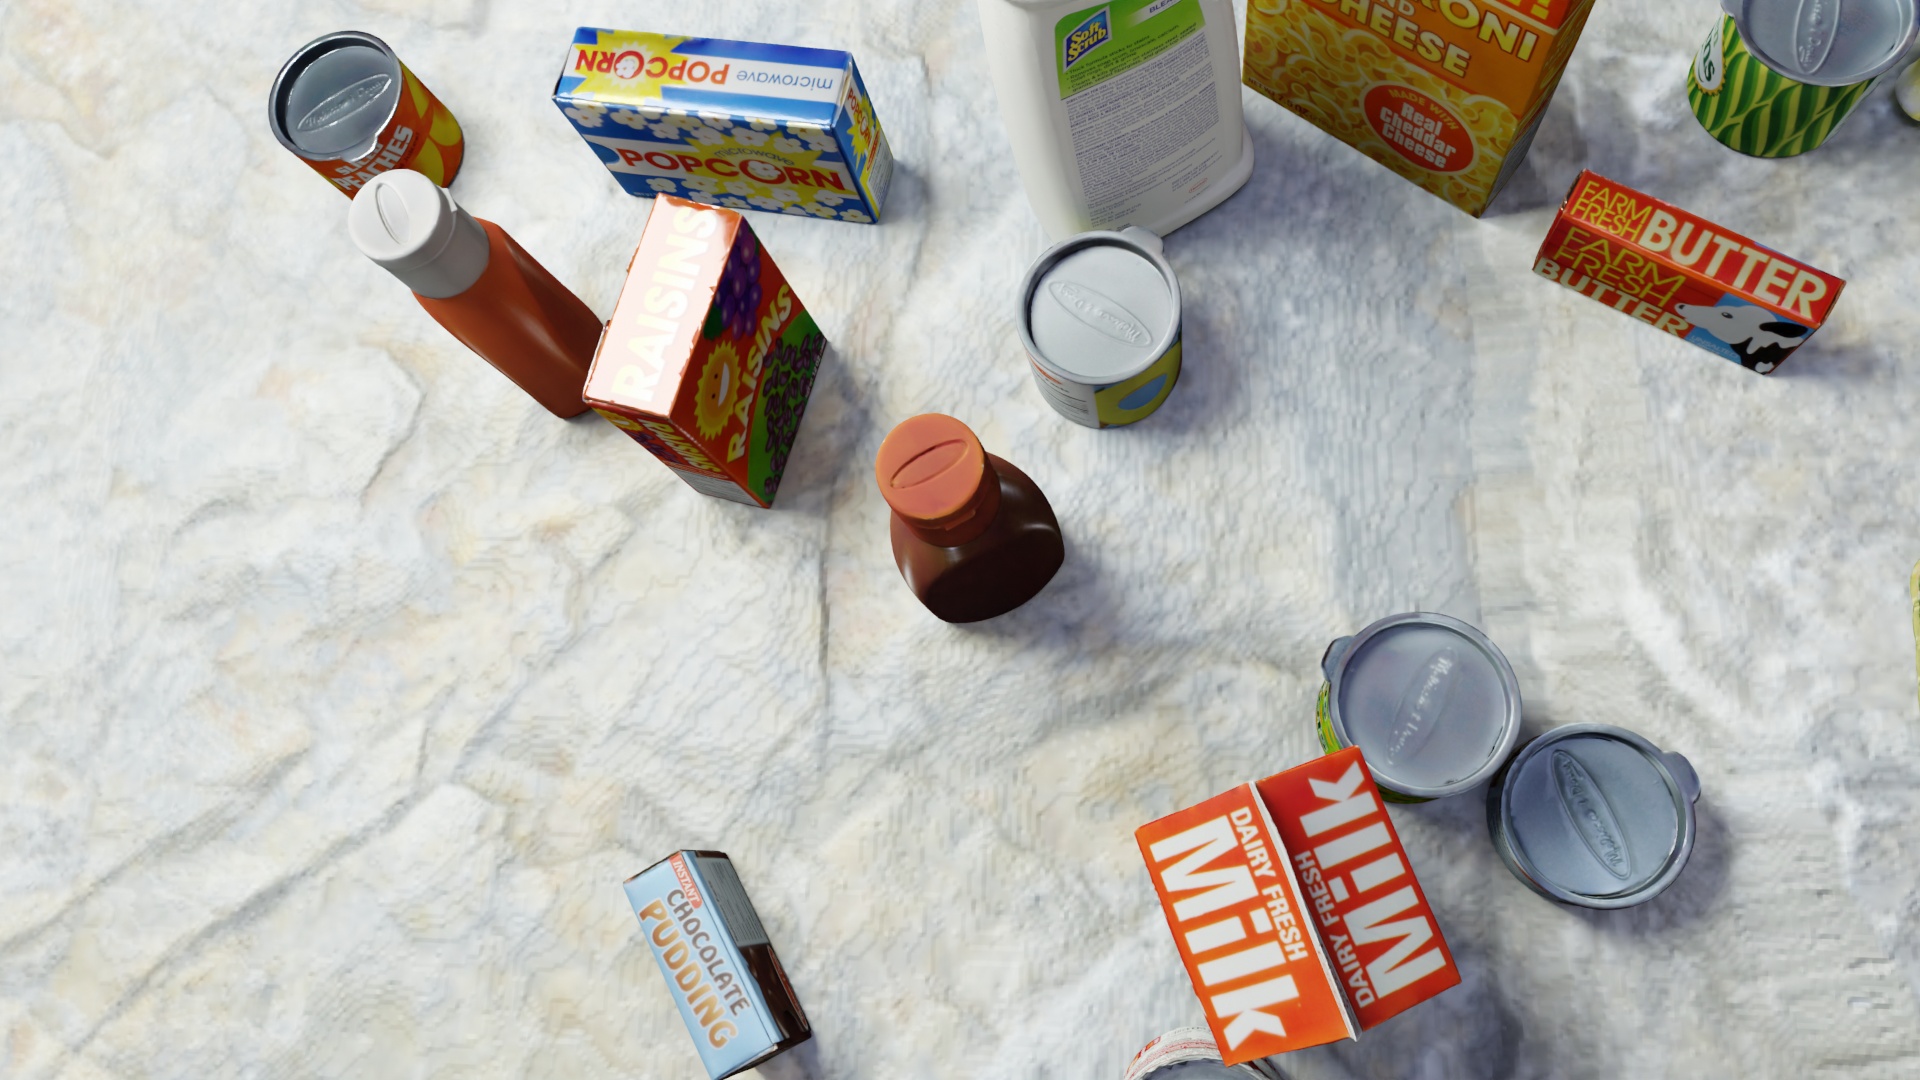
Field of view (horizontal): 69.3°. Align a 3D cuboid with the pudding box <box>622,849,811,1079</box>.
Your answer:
[{"bbox_3d":[-0.094,0.163,0.539,0.030,0.049,0.084,-31,73,1],"label":"pudding box"}]

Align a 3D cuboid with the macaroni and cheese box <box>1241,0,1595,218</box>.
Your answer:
[{"bbox_3d":[0.171,-0.205,0.531,0.124,0.166,0.040,36,84,16],"label":"macaroni and cheese box"}]

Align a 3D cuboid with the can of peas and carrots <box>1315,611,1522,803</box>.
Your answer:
[{"bbox_3d":[0.166,0.063,0.519,0.071,0.058,0.071,-2,76,9],"label":"can of peas and carrots"}]

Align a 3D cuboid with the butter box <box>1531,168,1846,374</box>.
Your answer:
[{"bbox_3d":[0.282,-0.105,0.546,0.103,0.053,0.024,30,83,15],"label":"butter box"}]

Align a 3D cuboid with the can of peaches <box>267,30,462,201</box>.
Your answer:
[{"bbox_3d":[-0.278,-0.193,0.656,0.071,0.058,0.071,-2,76,9],"label":"can of peaches"}]

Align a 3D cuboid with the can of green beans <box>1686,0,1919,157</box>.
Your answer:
[{"bbox_3d":[0.336,-0.197,0.559,0.071,0.057,0.071,-2,76,9],"label":"can of green beans"}]

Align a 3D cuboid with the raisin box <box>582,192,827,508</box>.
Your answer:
[{"bbox_3d":[-0.099,-0.072,0.562,0.040,0.123,0.086,15,79,13],"label":"raisin box"}]

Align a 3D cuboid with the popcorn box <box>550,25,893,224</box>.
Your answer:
[{"bbox_3d":[-0.100,-0.181,0.610,0.127,0.085,0.038,9,78,11],"label":"popcorn box"}]

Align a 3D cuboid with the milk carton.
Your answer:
[{"bbox_3d":[0.103,0.115,0.446,0.073,0.190,0.072,-22,74,3],"label":"milk carton"}]

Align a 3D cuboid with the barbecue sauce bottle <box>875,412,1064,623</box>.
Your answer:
[{"bbox_3d":[0.002,-0.006,0.516,0.065,0.148,0.044,-28,74,2],"label":"barbecue sauce bottle"}]

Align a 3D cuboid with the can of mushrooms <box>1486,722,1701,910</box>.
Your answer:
[{"bbox_3d":[0.233,0.101,0.511,0.071,0.033,0.071,-2,76,9],"label":"can of mushrooms"}]

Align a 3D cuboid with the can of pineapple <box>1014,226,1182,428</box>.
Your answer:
[{"bbox_3d":[0.060,-0.087,0.574,0.071,0.057,0.071,-2,76,9],"label":"can of pineapple"}]

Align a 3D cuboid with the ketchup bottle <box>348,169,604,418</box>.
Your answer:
[{"bbox_3d":[-0.192,-0.102,0.571,0.043,0.148,0.065,-29,74,1],"label":"ketchup bottle"}]
